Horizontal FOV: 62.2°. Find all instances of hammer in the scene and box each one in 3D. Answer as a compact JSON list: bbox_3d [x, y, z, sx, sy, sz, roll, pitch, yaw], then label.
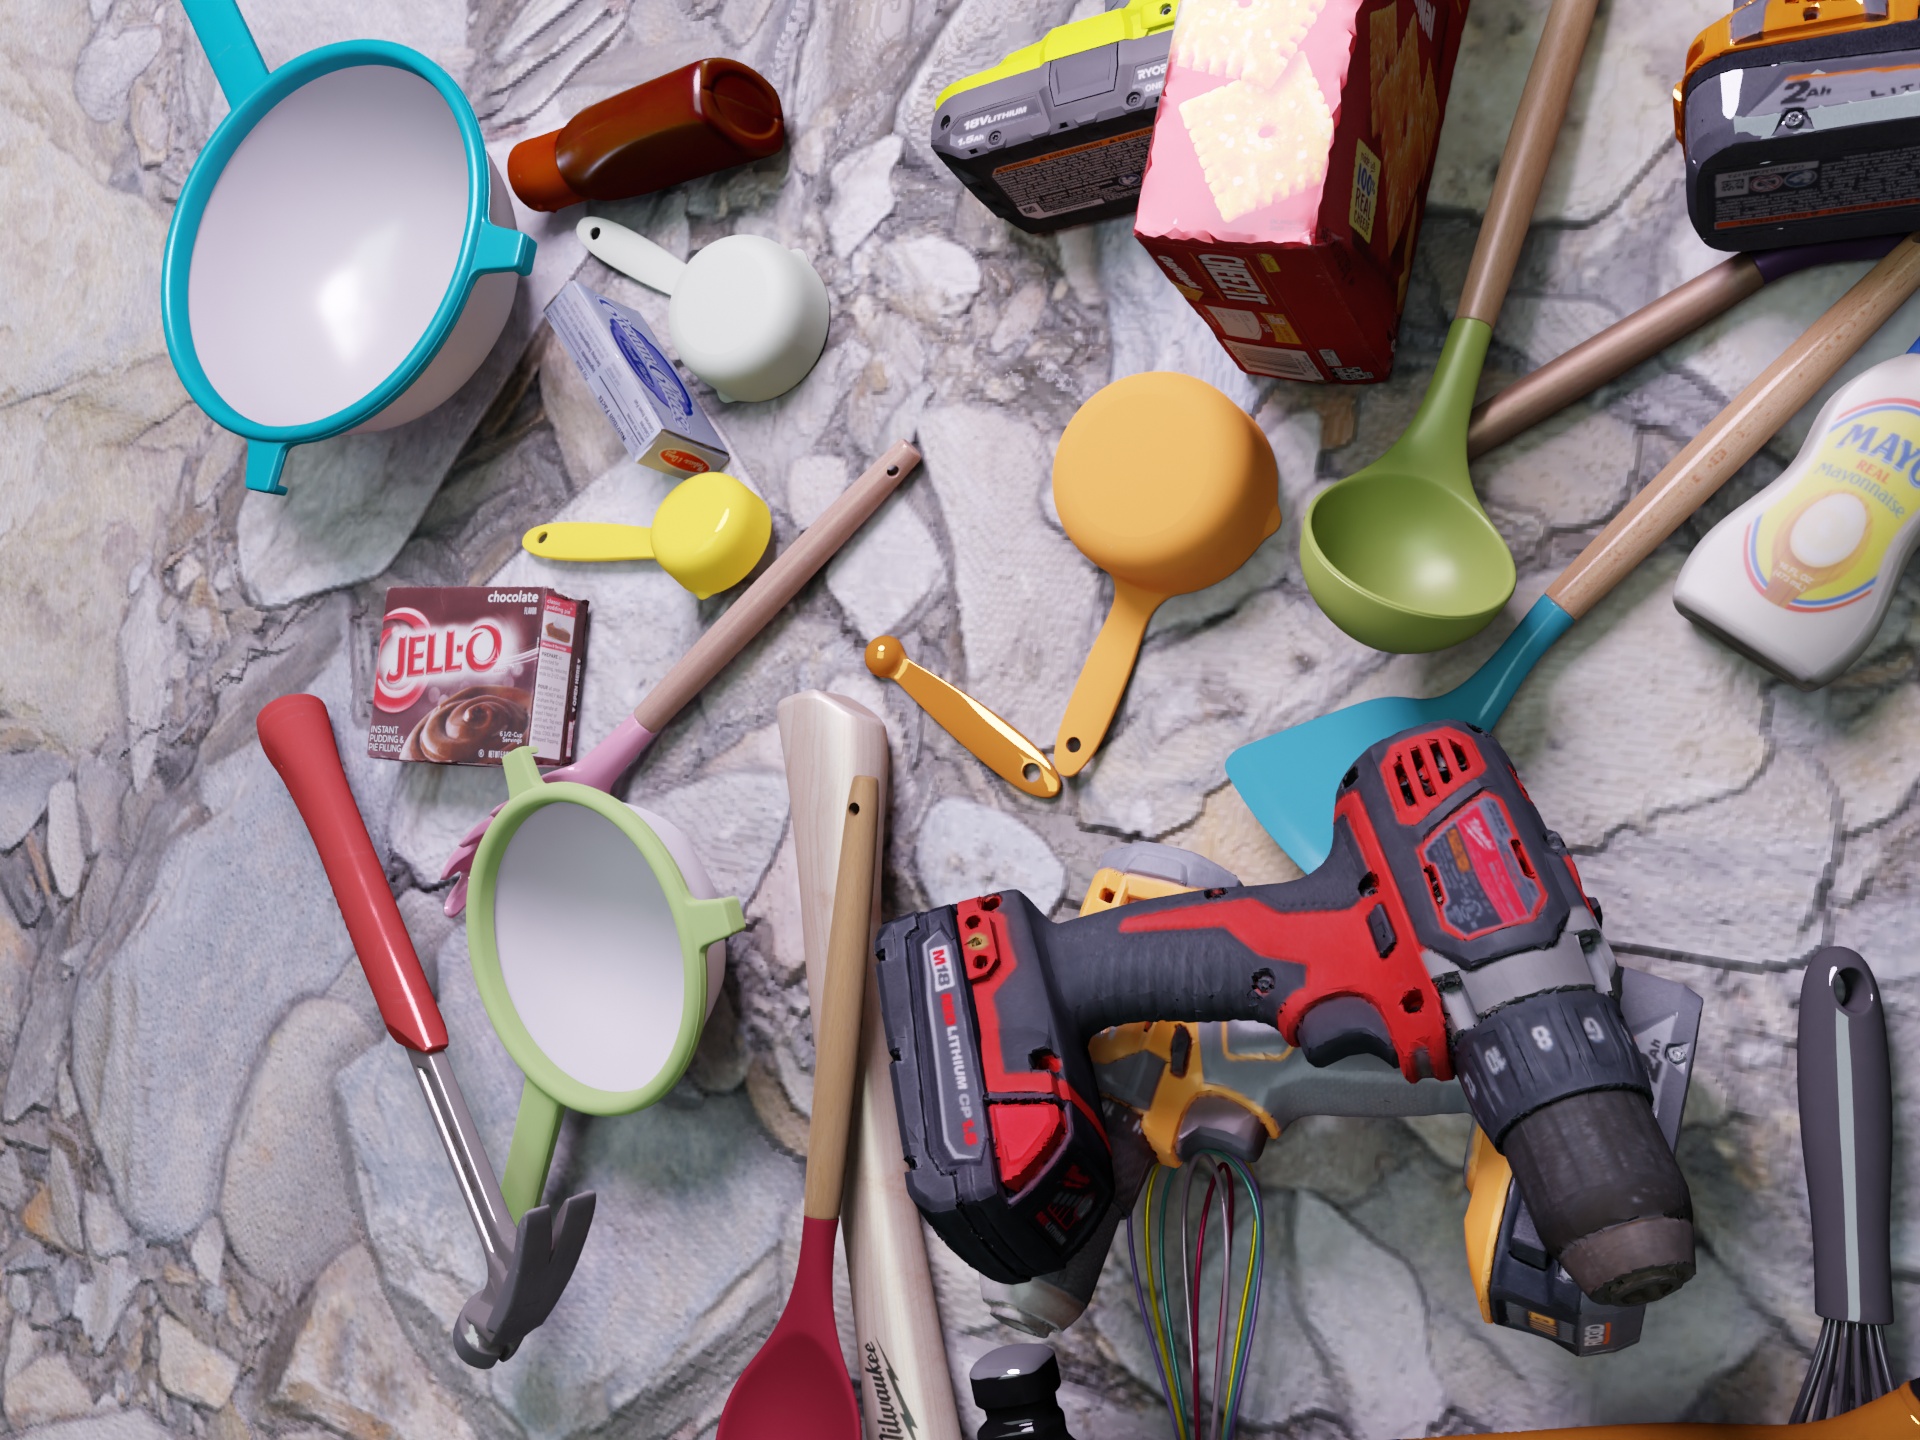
[{"bbox_3d":[0.163,0.265,0.533,0.337,0.034,0.127,-16,84,26],"label":"hammer"},{"bbox_3d":[-0.271,0.121,0.769,0.359,0.036,0.149,57,137,28],"label":"hammer"},{"bbox_3d":[-0.047,0.191,0.690,0.146,0.038,0.411,-14,78,25],"label":"hammer"}]

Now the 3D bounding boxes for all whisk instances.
[{"bbox_3d":[0.291,0.195,0.524,0.055,0.055,0.239,-1,79,25],"label":"whisk"},{"bbox_3d":[0.098,0.279,0.610,0.051,0.047,0.245,-3,87,35],"label":"whisk"}]

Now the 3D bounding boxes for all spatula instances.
[{"bbox_3d":[0.270,-0.151,0.589,0.316,0.018,0.060,-30,76,19],"label":"spatula"},{"bbox_3d":[0.234,-0.064,0.578,0.317,0.044,0.082,-48,43,14],"label":"spatula"}]

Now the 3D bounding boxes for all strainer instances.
[{"bbox_3d":[-0.169,0.145,0.747,0.152,0.069,0.256,31,115,28],"label":"strainer"},{"bbox_3d":[-0.335,-0.285,0.853,0.211,0.095,0.341,-36,68,15],"label":"strainer"}]

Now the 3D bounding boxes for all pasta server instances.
[{"bbox_3d":[-0.132,-0.014,0.754,0.316,0.060,0.040,-44,23,12],"label":"pasta server"}]

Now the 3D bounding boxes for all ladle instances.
[{"bbox_3d":[0.201,-0.175,0.589,0.078,0.062,0.320,19,83,5],"label":"ladle"},{"bbox_3d":[-0.057,0.180,0.662,0.069,0.031,0.315,3,83,28],"label":"ladle"}]

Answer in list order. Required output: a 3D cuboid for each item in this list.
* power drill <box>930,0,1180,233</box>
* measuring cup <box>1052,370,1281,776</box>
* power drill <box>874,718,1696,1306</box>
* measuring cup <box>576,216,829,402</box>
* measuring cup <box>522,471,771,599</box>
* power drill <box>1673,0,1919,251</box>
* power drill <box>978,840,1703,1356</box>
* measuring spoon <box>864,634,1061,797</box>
[{"bbox_3d":[0.050,-0.336,0.687,0.171,0.080,0.223,-6,78,25],"label":"power drill"},{"bbox_3d":[0.066,-0.060,0.655,0.095,0.052,0.173,22,92,26],"label":"measuring cup"},{"bbox_3d":[0.098,0.110,0.504,0.226,0.080,0.188,-19,51,9],"label":"power drill"},{"bbox_3d":[-0.139,-0.217,0.779,0.168,0.038,0.083,33,98,23],"label":"measuring cup"},{"bbox_3d":[-0.163,-0.093,0.776,0.156,0.029,0.062,4,67,30],"label":"measuring cup"},{"bbox_3d":[0.325,-0.284,0.537,0.164,0.084,0.227,-1,74,26],"label":"power drill"},{"bbox_3d":[0.124,0.149,0.559,0.226,0.084,0.185,11,61,27],"label":"power drill"},{"bbox_3d":[-0.001,-0.002,0.703,0.117,0.011,0.021,38,101,24],"label":"measuring spoon"}]
